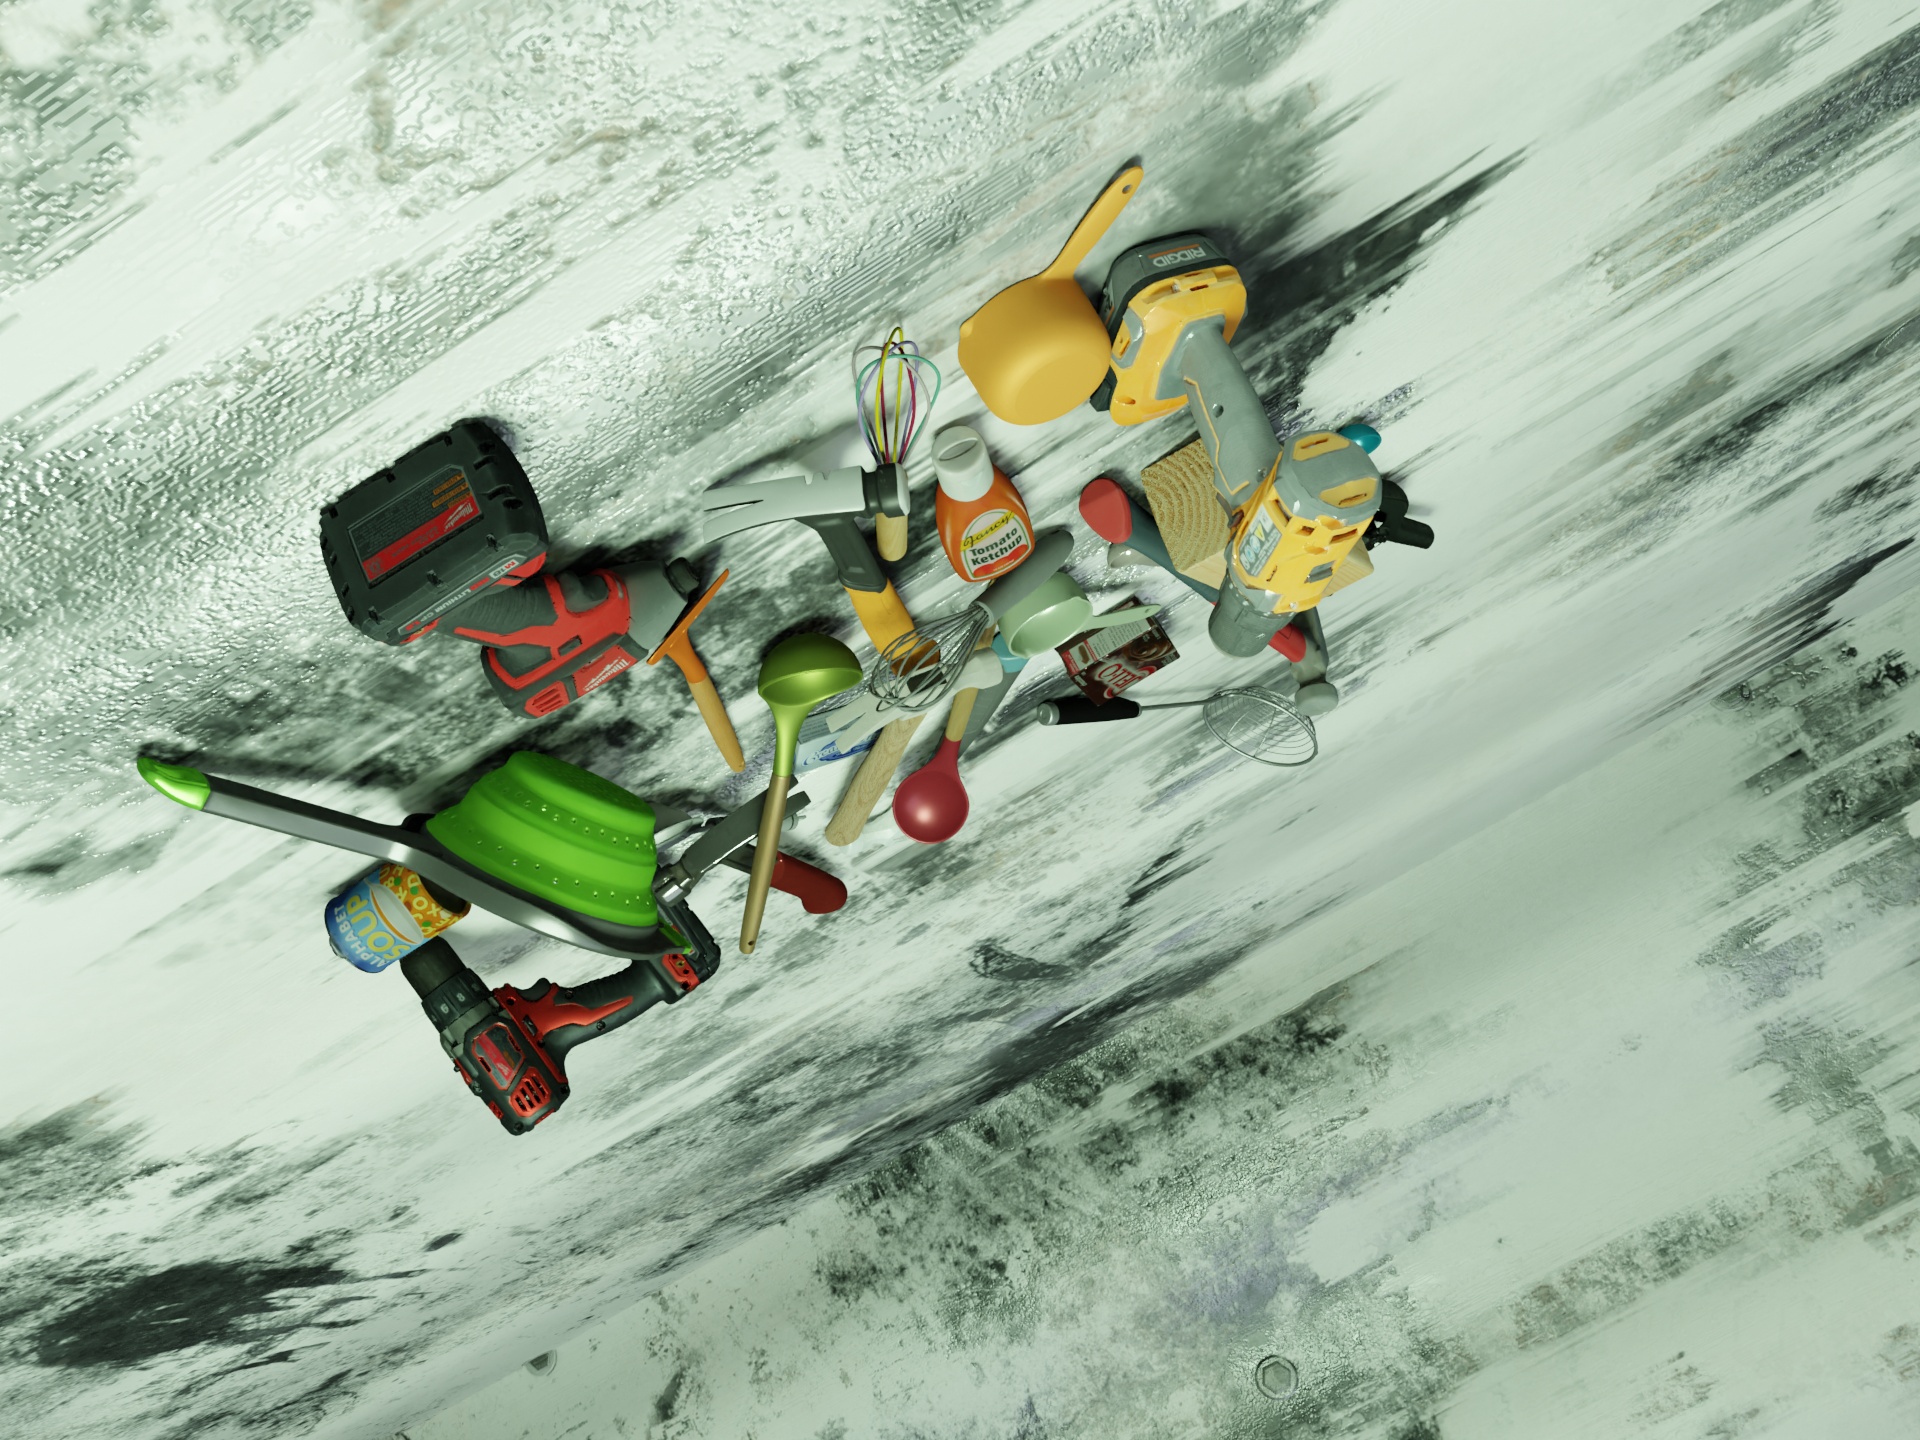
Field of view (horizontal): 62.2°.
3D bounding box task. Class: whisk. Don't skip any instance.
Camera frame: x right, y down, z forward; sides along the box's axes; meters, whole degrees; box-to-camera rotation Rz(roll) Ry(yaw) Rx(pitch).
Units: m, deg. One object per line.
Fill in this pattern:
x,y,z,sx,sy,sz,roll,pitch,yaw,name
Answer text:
0.014,-0.076,1.151,0.239,0.055,0.055,-44,170,-38,whisk
-0.041,-0.166,1.000,0.051,0.047,0.244,-12,160,-7,whisk

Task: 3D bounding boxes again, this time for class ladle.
-0.139,0.068,1.236,0.078,0.062,0.320,-4,127,-28,ladle
-0.002,-0.004,1.345,0.069,0.031,0.315,14,136,-3,ladle

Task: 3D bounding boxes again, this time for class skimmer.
0.219,0.015,1.607,0.363,0.090,0.127,-4,179,-40,skimmer

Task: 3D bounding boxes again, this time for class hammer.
-0.007,0.022,1.442,0.128,0.033,0.330,-12,153,-31,hammer
0.211,-0.124,1.321,0.038,0.143,0.386,-23,151,29,hammer
-0.070,0.037,1.340,0.130,0.031,0.331,-18,162,-24,hammer
-0.156,0.132,1.453,0.149,0.037,0.359,-36,163,2,hammer
-0.071,-0.090,1.105,0.127,0.034,0.336,-7,163,7,hammer

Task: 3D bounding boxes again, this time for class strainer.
-0.215,0.091,1.349,0.087,0.050,0.258,-33,163,29,strainer

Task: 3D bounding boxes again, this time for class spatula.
-0.180,-0.018,1.150,0.081,0.041,0.322,-52,165,-17,spatula

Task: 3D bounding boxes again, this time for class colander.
-0.337,0.059,1.070,0.396,0.205,0.094,25,91,-44,colander

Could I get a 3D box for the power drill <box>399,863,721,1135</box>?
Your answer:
-0.338,0.209,1.336,0.227,0.188,0.080,-36,177,-27,power drill

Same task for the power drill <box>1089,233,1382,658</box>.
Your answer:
0.158,-0.161,0.986,0.084,0.226,0.185,-19,156,-20,power drill

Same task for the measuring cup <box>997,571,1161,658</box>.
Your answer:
0.100,-0.095,1.311,0.167,0.038,0.083,-11,152,-39,measuring cup

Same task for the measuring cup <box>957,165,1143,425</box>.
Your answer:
0.068,-0.243,0.936,0.095,0.052,0.173,-9,153,-38,measuring cup

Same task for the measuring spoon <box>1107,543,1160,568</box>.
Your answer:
0.157,-0.140,1.314,0.034,0.018,0.124,-34,164,31,measuring spoon

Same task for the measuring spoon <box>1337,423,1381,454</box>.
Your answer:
0.302,-0.211,1.325,0.042,0.021,0.128,-8,160,-26,measuring spoon

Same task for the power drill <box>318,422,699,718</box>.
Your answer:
-0.246,-0.077,0.914,0.143,0.079,0.219,-30,160,6,power drill
